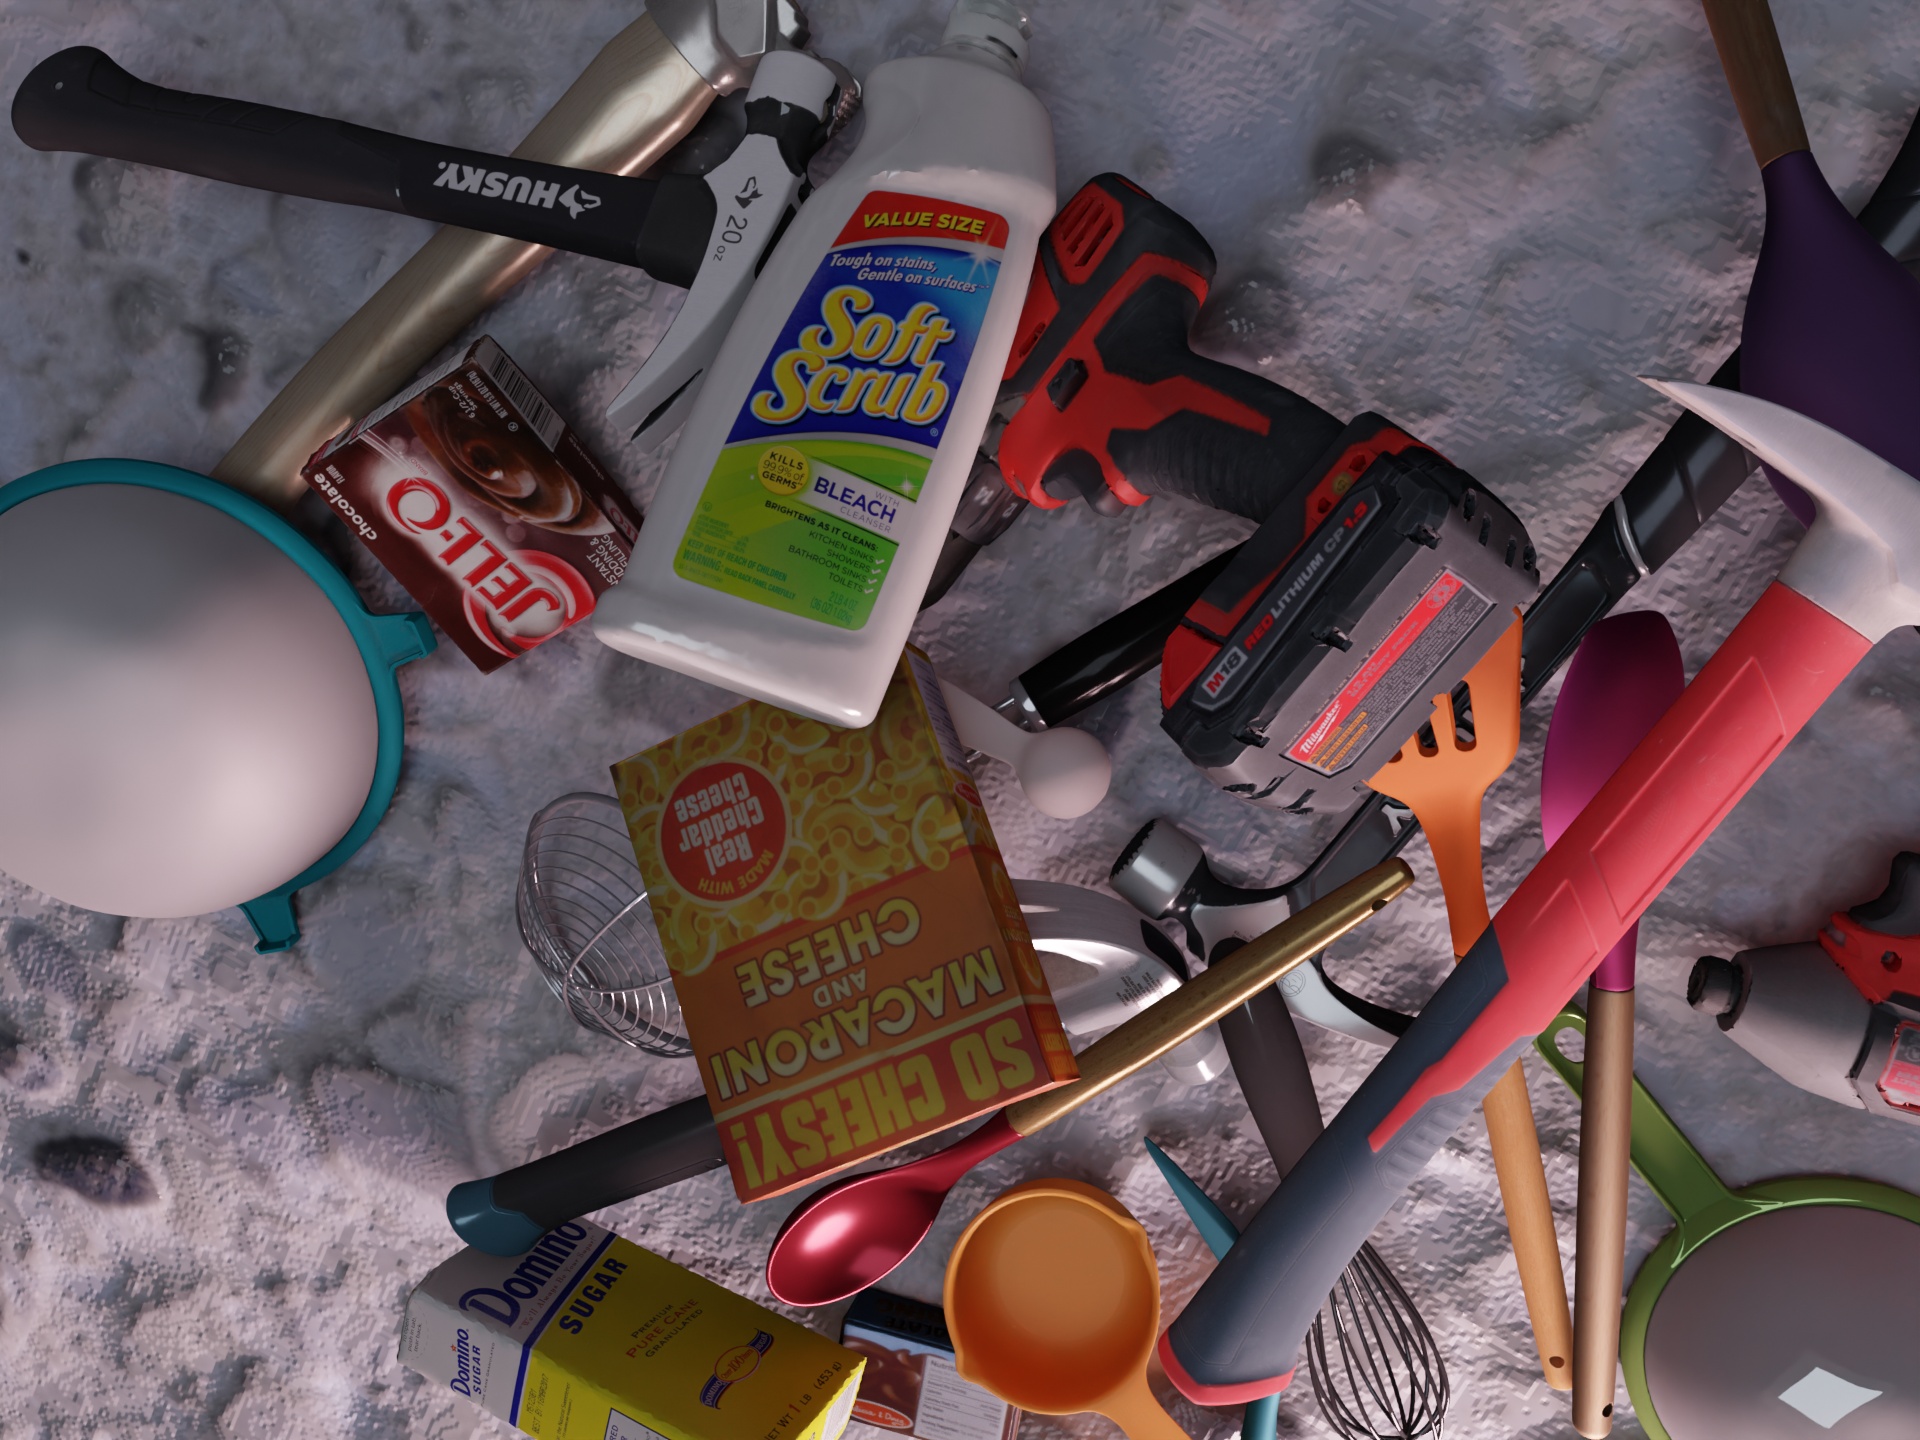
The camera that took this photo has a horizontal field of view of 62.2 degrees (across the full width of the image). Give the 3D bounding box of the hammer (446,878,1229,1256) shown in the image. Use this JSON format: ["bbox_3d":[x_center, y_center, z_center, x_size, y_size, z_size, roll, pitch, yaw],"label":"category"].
[{"bbox_3d":[-0.064,0.154,0.651,0.331,0.033,0.128,-24,127,14],"label":"hammer"}]

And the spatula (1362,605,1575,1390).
[{"bbox_3d":[0.191,0.110,0.581,0.081,0.041,0.322,-10,103,23],"label":"spatula"}]

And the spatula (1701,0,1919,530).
[{"bbox_3d":[0.259,-0.205,0.518,0.060,0.018,0.316,-16,84,25],"label":"spatula"}]

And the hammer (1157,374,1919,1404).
[{"bbox_3d":[0.173,0.077,0.530,0.143,0.038,0.386,33,107,-2],"label":"hammer"}]

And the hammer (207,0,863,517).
[{"bbox_3d":[-0.234,-0.171,0.657,0.410,0.038,0.146,-39,89,16],"label":"hammer"}]

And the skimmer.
[{"bbox_3d":[-0.025,0.020,0.653,0.363,0.090,0.127,-31,97,6],"label":"skimmer"}]

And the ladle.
[{"bbox_3d":[0.041,0.142,0.611,0.315,0.031,0.069,-38,135,22],"label":"ladle"}]

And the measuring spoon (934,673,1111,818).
[{"bbox_3d":[-0.001,-0.002,0.595,0.124,0.018,0.034,28,86,15],"label":"measuring spoon"}]

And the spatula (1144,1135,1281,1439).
[{"bbox_3d":[0.115,0.329,0.673,0.044,0.082,0.317,-8,106,-19],"label":"spatula"}]

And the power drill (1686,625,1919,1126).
[{"bbox_3d":[0.354,0.039,0.553,0.143,0.078,0.219,14,106,10],"label":"power drill"}]

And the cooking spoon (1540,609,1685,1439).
[{"bbox_3d":[0.233,0.118,0.571,0.068,0.017,0.318,-11,106,-27],"label":"cooking spoon"}]

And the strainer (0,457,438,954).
[{"bbox_3d":[-0.405,-0.025,0.649,0.340,0.095,0.211,29,113,-10],"label":"strainer"}]

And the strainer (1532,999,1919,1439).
[{"bbox_3d":[0.301,0.215,0.598,0.151,0.069,0.256,-39,93,16],"label":"strainer"}]

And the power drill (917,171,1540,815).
[{"bbox_3d":[0.058,-0.065,0.549,0.188,0.080,0.227,-51,51,16],"label":"power drill"}]

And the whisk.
[{"bbox_3d":[0.142,0.192,0.629,0.055,0.055,0.239,-17,102,15],"label":"whisk"}]

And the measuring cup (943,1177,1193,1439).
[{"bbox_3d":[0.066,0.267,0.654,0.095,0.052,0.174,-40,81,2],"label":"measuring cup"}]

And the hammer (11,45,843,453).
[{"bbox_3d":[-0.218,-0.201,0.596,0.335,0.035,0.146,15,80,15],"label":"hammer"}]

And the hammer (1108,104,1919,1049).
[{"bbox_3d":[0.232,-0.046,0.572,0.149,0.036,0.409,37,109,2],"label":"hammer"}]
